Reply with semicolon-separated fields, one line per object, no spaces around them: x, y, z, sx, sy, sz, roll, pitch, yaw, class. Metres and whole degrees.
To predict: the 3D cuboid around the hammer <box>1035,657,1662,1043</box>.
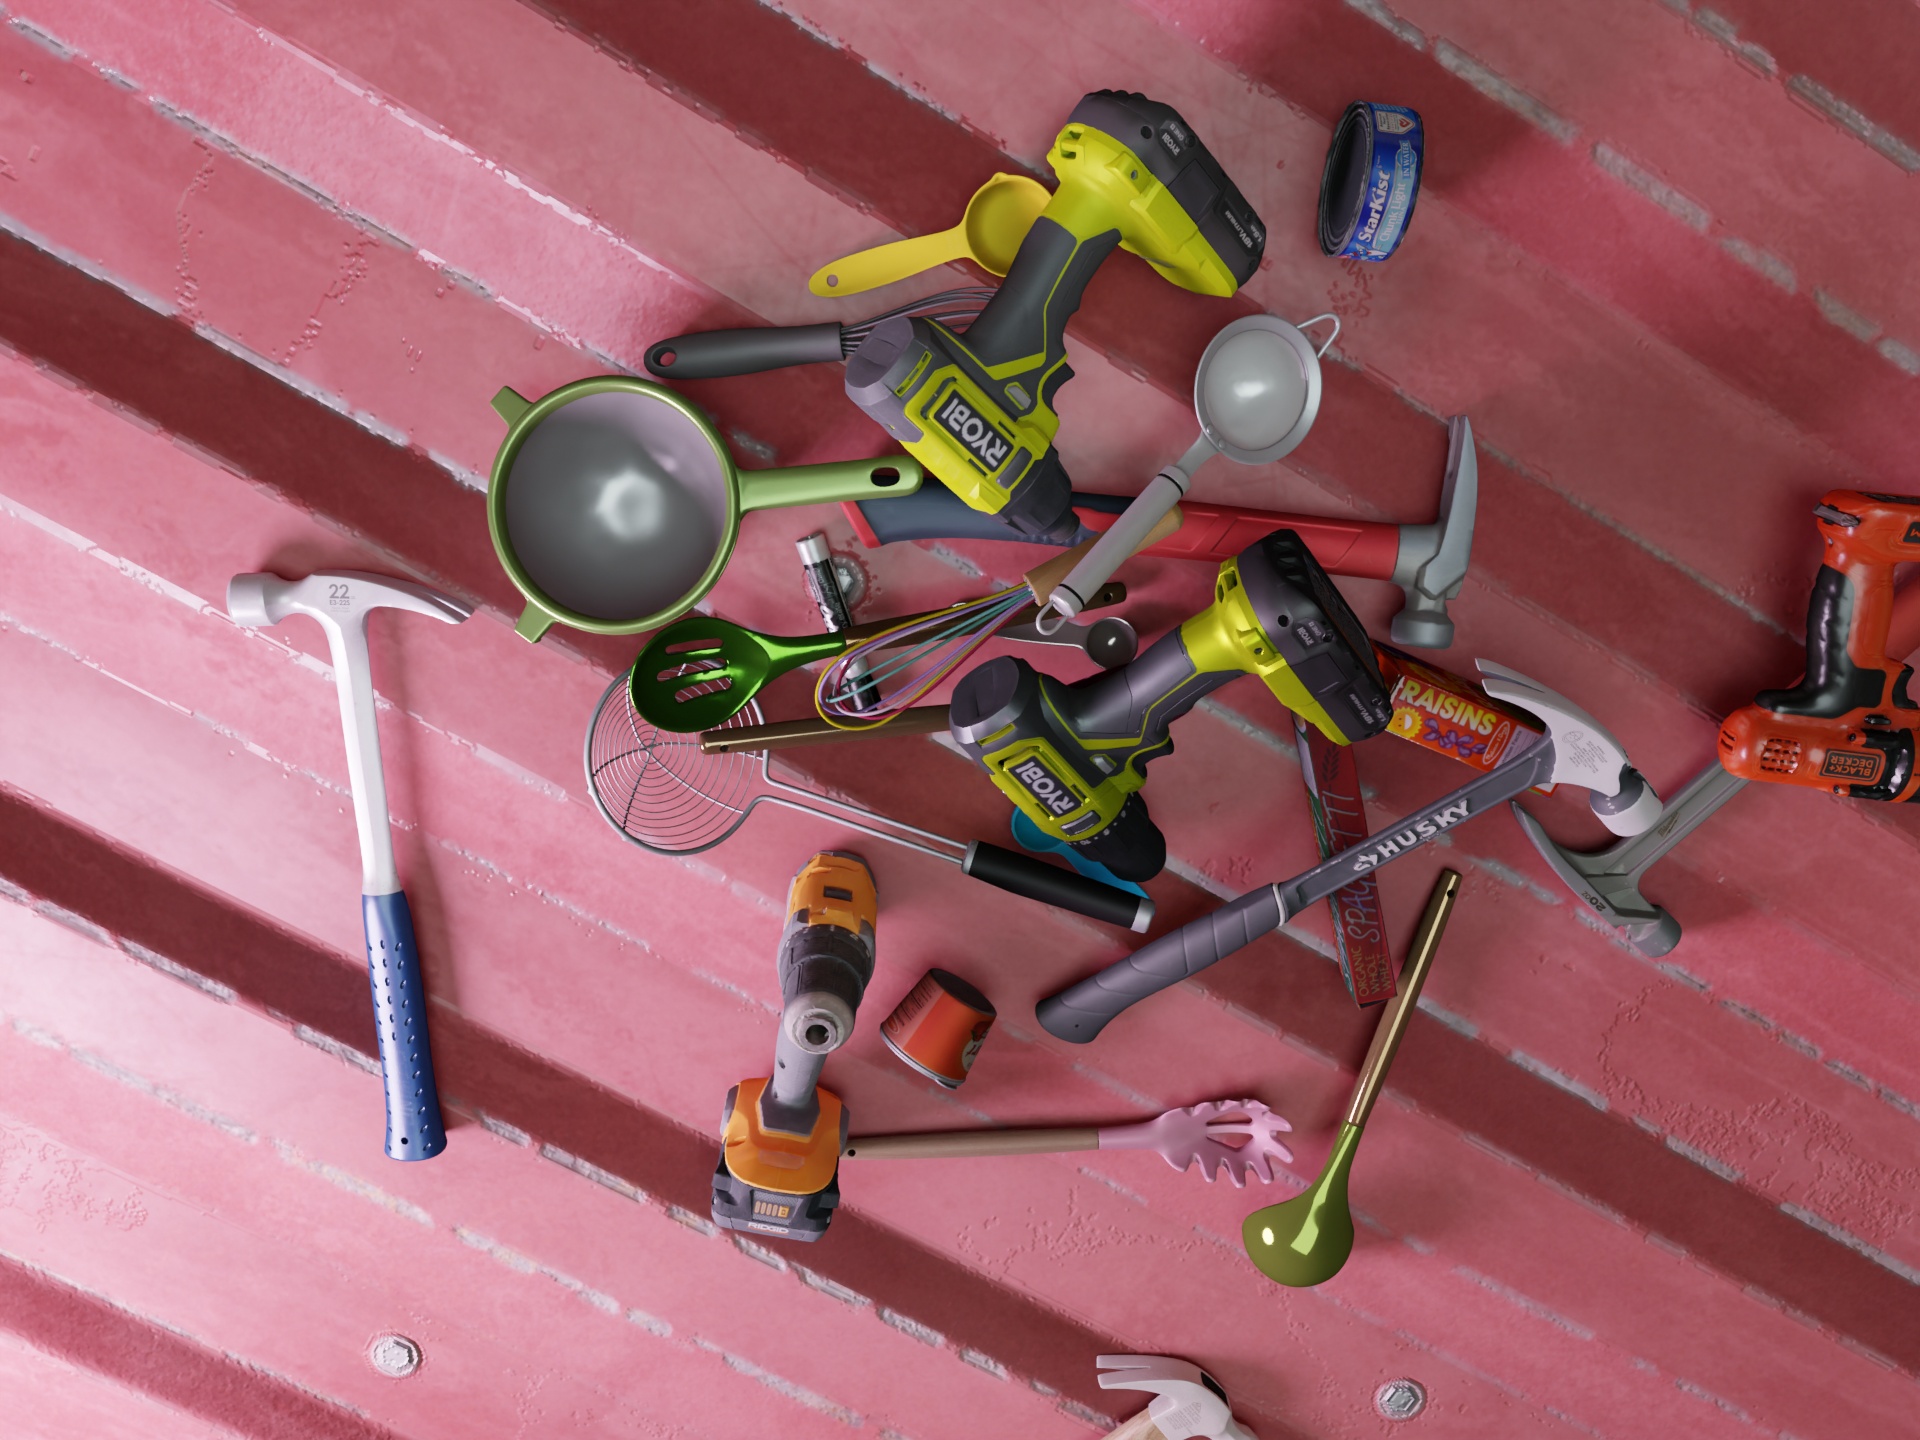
0.211;0.103;0.989;0.409;0.036;0.149;-34;119;27;hammer

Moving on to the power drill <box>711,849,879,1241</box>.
-0.100;0.217;1.004;0.084;0.185;0.226;12;109;-6;power drill

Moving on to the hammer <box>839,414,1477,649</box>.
0.119;-0.134;0.975;0.386;0.038;0.143;6;99;-1;hammer

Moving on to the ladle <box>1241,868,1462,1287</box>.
0.277;0.248;1.097;0.078;0.062;0.320;18;99;-9;ladle

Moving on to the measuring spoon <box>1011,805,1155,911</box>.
0.083;0.090;1.057;0.128;0.021;0.042;41;101;-21;measuring spoon

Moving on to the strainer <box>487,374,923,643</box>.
-0.148;-0.132;0.953;0.256;0.069;0.151;-6;93;2;strainer

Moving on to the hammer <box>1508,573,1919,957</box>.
0.532;-0.011;1.022;0.149;0.037;0.359;43;102;-12;hammer

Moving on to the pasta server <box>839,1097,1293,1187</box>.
0.069;0.294;1.103;0.316;0.040;0.060;-3;94;1;pasta server

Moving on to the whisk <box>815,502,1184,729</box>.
0.024;-0.064;0.942;0.245;0.051;0.047;-29;89;-3;whisk

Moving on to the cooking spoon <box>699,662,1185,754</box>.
-0.002;-0.003;0.985;0.319;0.017;0.068;-6;135;-14;cooking spoon

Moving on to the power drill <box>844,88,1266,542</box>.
0.061;-0.220;0.895;0.171;0.080;0.223;37;91;-37;power drill

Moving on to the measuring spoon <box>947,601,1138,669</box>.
0.051;-0.057;1.013;0.124;0.018;0.034;12;81;2;measuring spoon

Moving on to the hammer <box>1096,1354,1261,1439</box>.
0.055;0.584;1.191;0.331;0.031;0.130;-36;104;9;hammer

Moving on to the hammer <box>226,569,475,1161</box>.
-0.374;0.101;1.040;0.144;0.035;0.405;-2;106;0;hammer

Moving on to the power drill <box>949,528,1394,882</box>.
0.133;0.003;0.950;0.228;0.080;0.190;-29;127;22;power drill

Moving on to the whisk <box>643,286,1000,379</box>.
-0.071;-0.222;0.947;0.239;0.055;0.055;-4;107;5;whisk

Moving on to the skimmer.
-0.051;0.062;0.985;0.363;0.090;0.127;18;78;2;skimmer

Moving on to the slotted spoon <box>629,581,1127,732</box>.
-0.046;-0.051;0.972;0.313;0.031;0.070;-11;111;-13;slotted spoon

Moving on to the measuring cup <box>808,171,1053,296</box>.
-0.015;-0.279;0.944;0.156;0.029;0.062;-12;105;15;measuring cup

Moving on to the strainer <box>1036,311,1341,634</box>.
0.127;-0.145;0.923;0.258;0.050;0.086;-48;114;-13;strainer
